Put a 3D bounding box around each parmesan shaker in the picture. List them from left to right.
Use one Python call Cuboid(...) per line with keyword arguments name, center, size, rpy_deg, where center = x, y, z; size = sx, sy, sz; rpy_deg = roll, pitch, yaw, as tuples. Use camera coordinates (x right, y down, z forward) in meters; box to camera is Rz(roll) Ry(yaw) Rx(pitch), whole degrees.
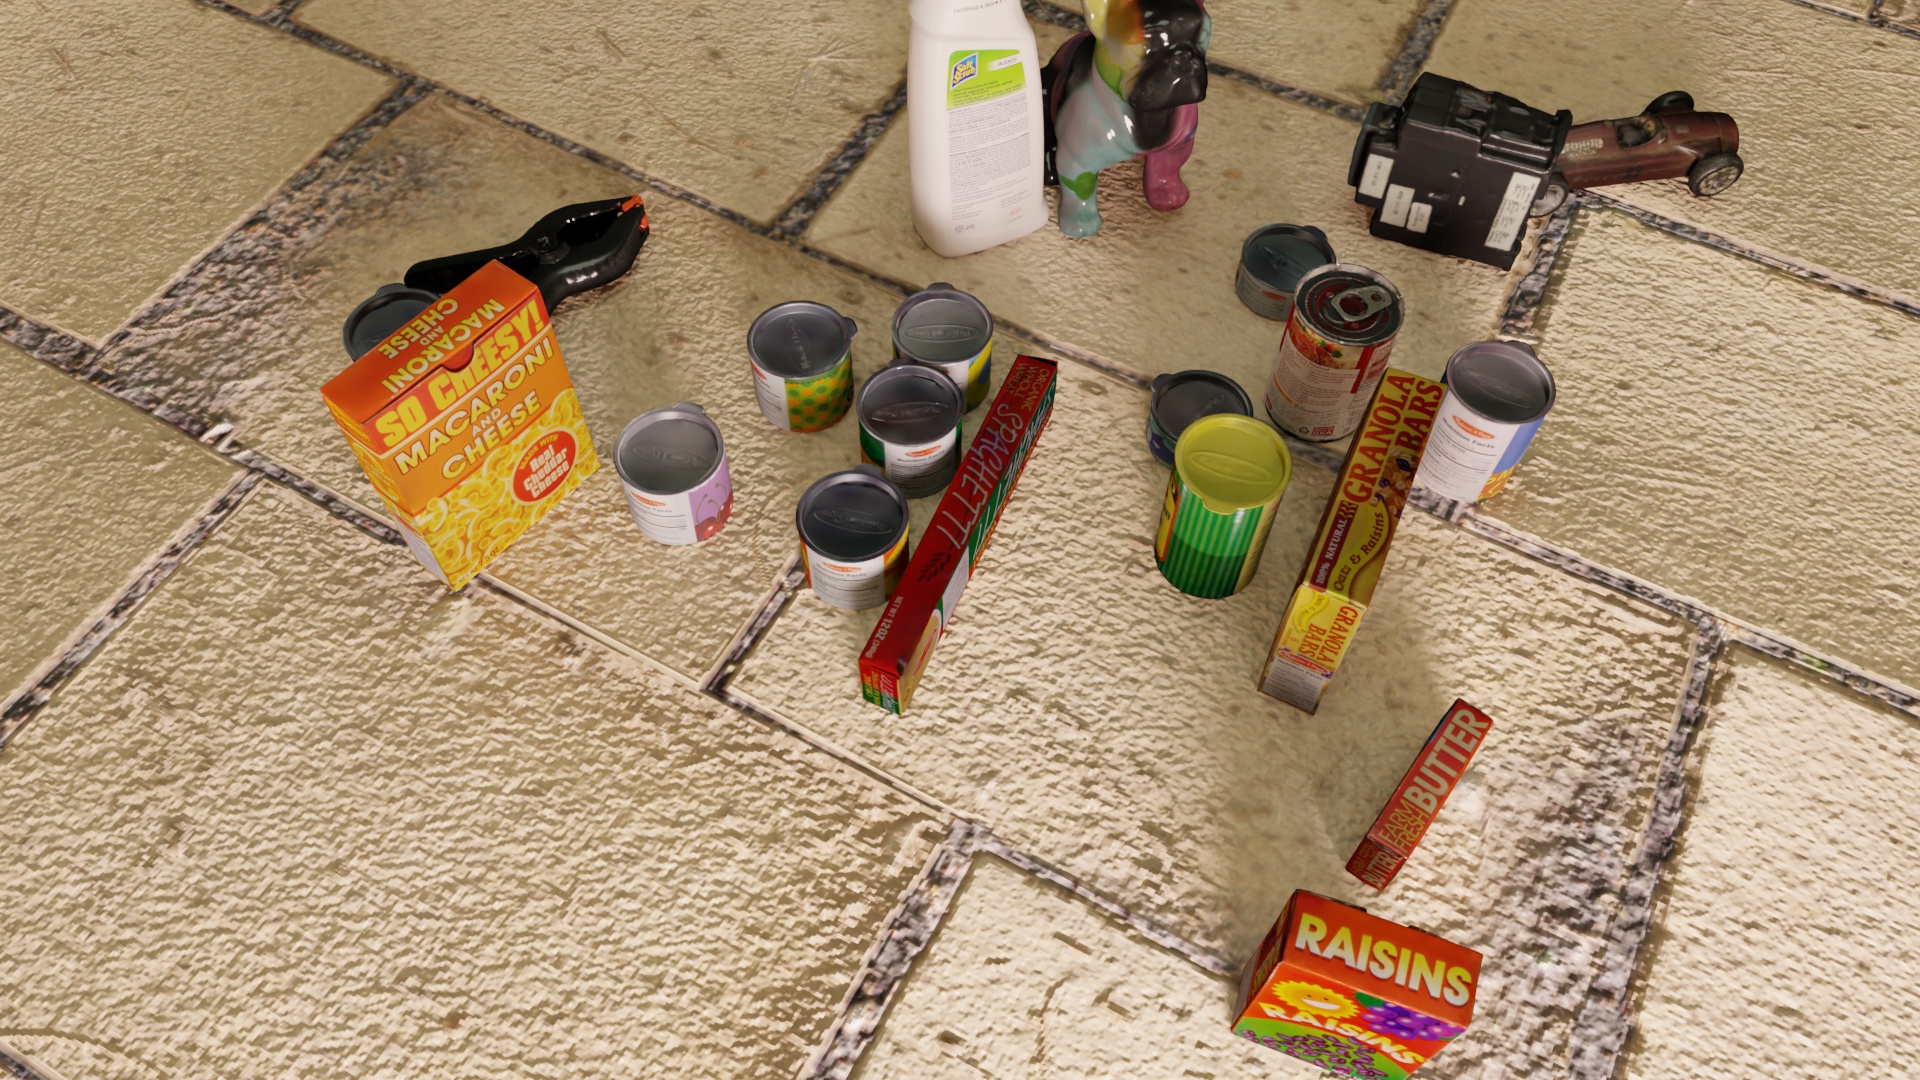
Cuboid(name="parmesan shaker", center=(0.152, -0.016, 0.821), size=(0.071, 0.102, 0.071), rpy_deg=(1, 57, -1))

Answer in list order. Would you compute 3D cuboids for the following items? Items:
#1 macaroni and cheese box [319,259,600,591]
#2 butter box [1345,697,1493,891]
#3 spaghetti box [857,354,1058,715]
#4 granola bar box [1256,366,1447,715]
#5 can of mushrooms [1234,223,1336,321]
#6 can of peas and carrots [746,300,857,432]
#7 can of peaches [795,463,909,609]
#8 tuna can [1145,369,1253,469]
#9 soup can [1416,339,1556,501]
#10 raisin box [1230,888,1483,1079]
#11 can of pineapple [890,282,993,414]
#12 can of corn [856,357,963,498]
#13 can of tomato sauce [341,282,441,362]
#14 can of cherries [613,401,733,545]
Cuboid(name="macaroni and cheese box", center=(-0.281, -0.063, 0.806), size=(0.040, 0.165, 0.124), rpy_deg=(33, 62, 19))
Cuboid(name="butter box", center=(0.248, 0.138, 0.752), size=(0.024, 0.052, 0.104), rpy_deg=(34, 62, 19))
Cuboid(name="spaghetti box", center=(0.003, -0.011, 0.846), size=(0.029, 0.050, 0.251), rpy_deg=(20, 58, 12))
Cuboid(name="granola bar box", center=(0.224, 0.000, 0.800), size=(0.039, 0.123, 0.166), rpy_deg=(22, 59, 13))
Cuboid(name="can of mushrooms", center=(0.230, -0.190, 0.980), size=(0.071, 0.033, 0.071), rpy_deg=(1, 57, -1))
Cuboid(name="can of peas and carrots", center=(-0.101, -0.114, 0.907), size=(0.071, 0.058, 0.071), rpy_deg=(1, 57, -1))
Cuboid(name="can of peaches", center=(-0.063, -0.002, 0.834), size=(0.071, 0.057, 0.071), rpy_deg=(1, 57, -1))
Cuboid(name="tuna can", center=(0.153, -0.077, 0.904), size=(0.071, 0.032, 0.071), rpy_deg=(1, 57, -1))
Cuboid(name="soup can", center=(0.328, -0.076, 0.876), size=(0.071, 0.083, 0.072), rpy_deg=(1, 57, -1))
Cuboid(name="raisin box", center=(0.183, 0.215, 0.657), size=(0.086, 0.122, 0.040), rpy_deg=(18, 58, 11))
Cuboid(name="can of pineapple", center=(-0.012, -0.125, 0.917), size=(0.071, 0.057, 0.071), rpy_deg=(1, 57, -1))
Cuboid(name="can of corn", center=(-0.032, -0.071, 0.881), size=(0.071, 0.058, 0.071), rpy_deg=(1, 57, -1))
Cuboid(name="can of tomato sauce", center=(-0.347, -0.110, 0.885), size=(0.071, 0.082, 0.071), rpy_deg=(1, 57, -1))
Cuboid(name="can of cherries", center=(-0.174, -0.041, 0.858), size=(0.071, 0.058, 0.072), rpy_deg=(1, 57, -1))
